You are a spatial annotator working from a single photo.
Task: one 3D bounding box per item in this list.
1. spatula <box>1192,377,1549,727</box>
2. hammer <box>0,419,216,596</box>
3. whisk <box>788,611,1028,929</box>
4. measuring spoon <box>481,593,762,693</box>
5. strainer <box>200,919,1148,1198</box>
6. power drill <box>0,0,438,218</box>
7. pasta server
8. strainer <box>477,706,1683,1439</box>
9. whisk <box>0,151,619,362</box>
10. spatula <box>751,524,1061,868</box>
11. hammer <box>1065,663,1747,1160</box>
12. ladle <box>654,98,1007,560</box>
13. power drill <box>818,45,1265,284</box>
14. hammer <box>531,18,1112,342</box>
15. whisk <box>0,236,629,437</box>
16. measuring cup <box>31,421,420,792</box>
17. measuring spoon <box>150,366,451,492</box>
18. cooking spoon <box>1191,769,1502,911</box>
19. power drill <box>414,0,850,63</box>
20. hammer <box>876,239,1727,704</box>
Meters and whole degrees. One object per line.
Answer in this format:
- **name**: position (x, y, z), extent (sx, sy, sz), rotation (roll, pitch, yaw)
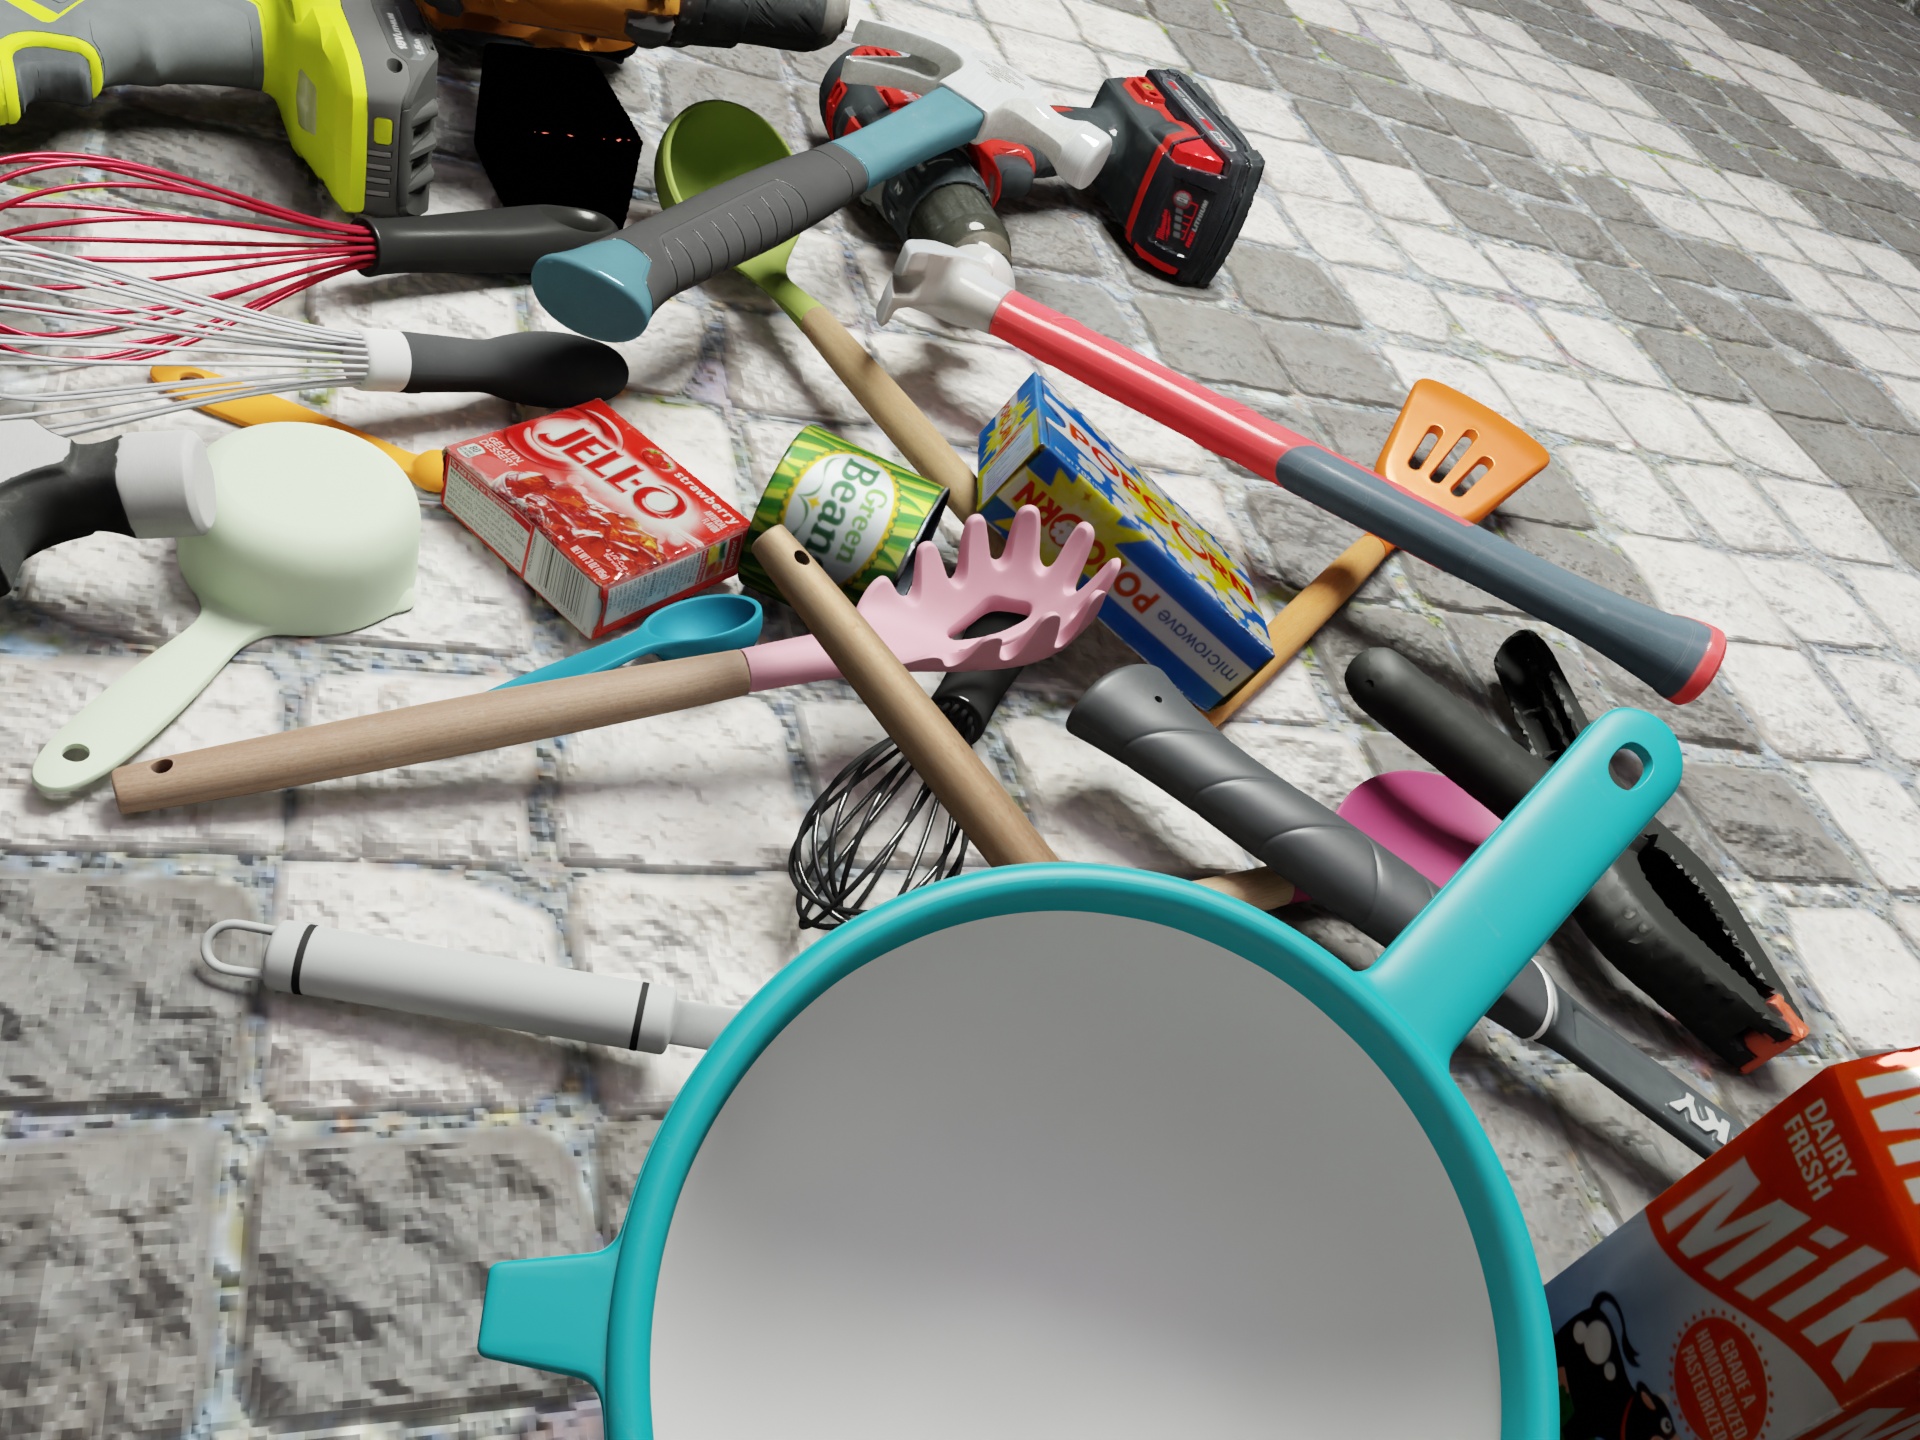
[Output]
- **spatula**: position (0.184, -0.077, 0.734), extent (0.081, 0.041, 0.322), rotation (37, 44, 14)
- **hammer**: position (-0.268, 0.051, 0.373), extent (0.146, 0.035, 0.335), rotation (-5, 52, -13)
- **whisk**: position (-0.001, -0.003, 0.565), extent (0.055, 0.055, 0.239), rotation (27, 38, 2)
- **measuring spoon**: position (-0.122, -0.011, 0.537), extent (0.128, 0.021, 0.042), rotation (-27, 32, -32)
- **strainer**: position (-0.077, 0.083, 0.443), extent (0.258, 0.050, 0.087), rotation (11, 87, -8)
- **power drill**: position (-0.336, -0.257, 0.639), extent (0.228, 0.080, 0.191), rotation (-9, 51, -29)
- **pasta server**: position (-0.094, -0.016, 0.503), extent (0.316, 0.040, 0.060), rotation (-12, 45, -22)
- **strainer**: position (0.066, 0.111, 0.401), extent (0.340, 0.095, 0.211), rotation (-38, 82, -27)
- **whisk**: position (-0.250, -0.184, 0.622), extent (0.073, 0.073, 0.296), rotation (44, 38, 19)
- **spatula**: position (0.036, 0.067, 0.478), extent (0.316, 0.018, 0.060), rotation (52, 46, 6)
- **hammer**: position (0.208, 0.111, 0.542), extent (0.409, 0.036, 0.149), rotation (36, 44, 7)
- **ladle**: position (-0.046, -0.169, 0.685), extent (0.078, 0.062, 0.320), rotation (-4, 45, -40)
- **power drill**: position (0.050, -0.290, 0.863), extent (0.226, 0.080, 0.188), rotation (-6, 50, -27)
- **hammer**: position (-0.058, -0.237, 0.697), extent (0.128, 0.033, 0.331), rotation (37, 45, 8)
- **whisk**: position (-0.234, -0.127, 0.554), extent (0.284, 0.070, 0.070), rotation (-10, 52, -48)
- **measuring cup**: position (-0.229, -0.041, 0.494), extent (0.083, 0.038, 0.168), rotation (24, 39, -2)
- **measuring spoon**: position (-0.238, -0.110, 0.582), extent (0.117, 0.011, 0.021), rotation (20, 42, -6)
- **cooking spoon**: position (0.094, 0.063, 0.563), extent (0.318, 0.017, 0.069), rotation (-8, 55, -33)
- **power drill**: position (-0.167, -0.355, 0.755), extent (0.185, 0.084, 0.226), rotation (0, 23, -23)
- **hammer**: position (0.146, -0.107, 0.682), extent (0.386, 0.038, 0.143), rotation (28, 20, 5)
